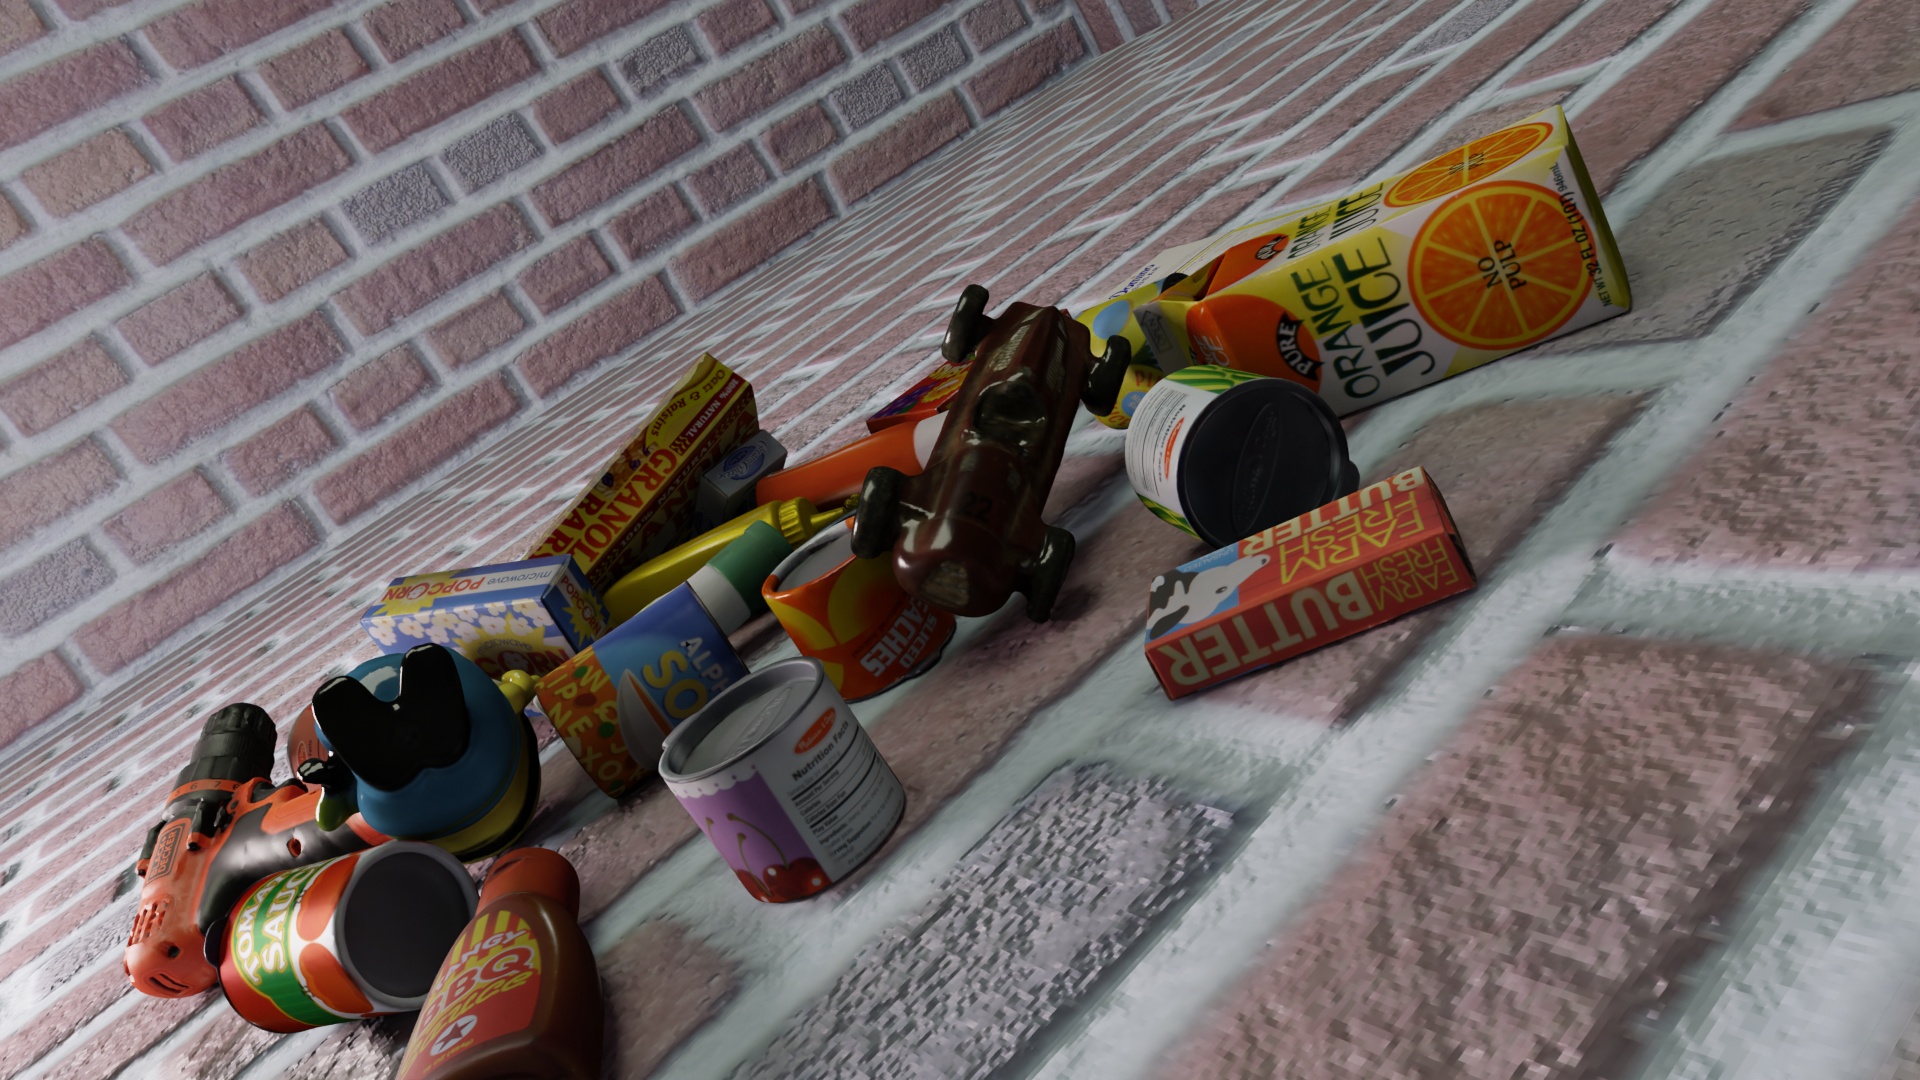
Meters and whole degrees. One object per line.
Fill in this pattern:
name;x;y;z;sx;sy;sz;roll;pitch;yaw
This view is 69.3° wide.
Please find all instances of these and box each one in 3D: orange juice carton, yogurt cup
orange juice carton;0.173;-0.105;0.595;0.192;0.071;0.073;-20;20;29
yogurt cup;-0.361;0.125;0.839;0.054;0.072;0.073;-9;25;22

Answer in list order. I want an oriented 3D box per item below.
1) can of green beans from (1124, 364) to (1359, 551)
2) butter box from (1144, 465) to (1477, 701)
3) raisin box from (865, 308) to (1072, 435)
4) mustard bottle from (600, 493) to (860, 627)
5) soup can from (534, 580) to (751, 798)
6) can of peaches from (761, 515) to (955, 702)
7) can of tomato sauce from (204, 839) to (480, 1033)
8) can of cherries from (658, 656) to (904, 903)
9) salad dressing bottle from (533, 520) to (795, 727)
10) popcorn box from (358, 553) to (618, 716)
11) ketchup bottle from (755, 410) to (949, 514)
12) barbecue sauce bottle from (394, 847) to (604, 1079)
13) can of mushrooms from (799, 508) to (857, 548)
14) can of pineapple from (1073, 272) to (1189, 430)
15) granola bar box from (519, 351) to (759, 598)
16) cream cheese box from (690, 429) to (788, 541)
can of green beans;0.101;-0.030;0.518;0.071;0.071;0.058;-32;17;-5
butter box;0.111;0.014;0.453;0.103;0.024;0.053;-24;18;20
raisin box;0.011;-0.095;0.881;0.124;0.040;0.086;-40;20;-29
mustard bottle;-0.125;0.013;0.786;0.160;0.048;0.065;-25;6;14
soup can;-0.141;0.070;0.638;0.084;0.071;0.071;-35;18;-11
can of peaches;-0.043;0.028;0.605;0.071;0.058;0.071;-28;17;10
can of tomato sauce;-0.246;0.158;0.558;0.083;0.071;0.071;-19;21;31
can of cherries;-0.063;0.083;0.487;0.071;0.058;0.072;-28;19;10
salad dressing bottle;-0.147;0.049;0.714;0.148;0.044;0.064;-42;-2;-20
popcorn box;-0.252;0.056;0.767;0.126;0.085;0.038;-7;38;22
ketchup bottle;-0.045;-0.040;0.804;0.148;0.043;0.065;-19;-8;31
barbecue sauce bottle;-0.150;0.152;0.466;0.065;0.043;0.149;-33;17;-3
can of mushrooms;-0.052;0.011;0.706;0.071;0.033;0.071;-27;18;10
can of pineapple;0.095;-0.092;0.698;0.057;0.071;0.071;-18;22;38
granola bar box;-0.188;-0.021;0.850;0.166;0.039;0.123;-53;-7;-18
cream cheese box;-0.140;-0.022;0.868;0.053;0.024;0.103;-43;-11;-31
